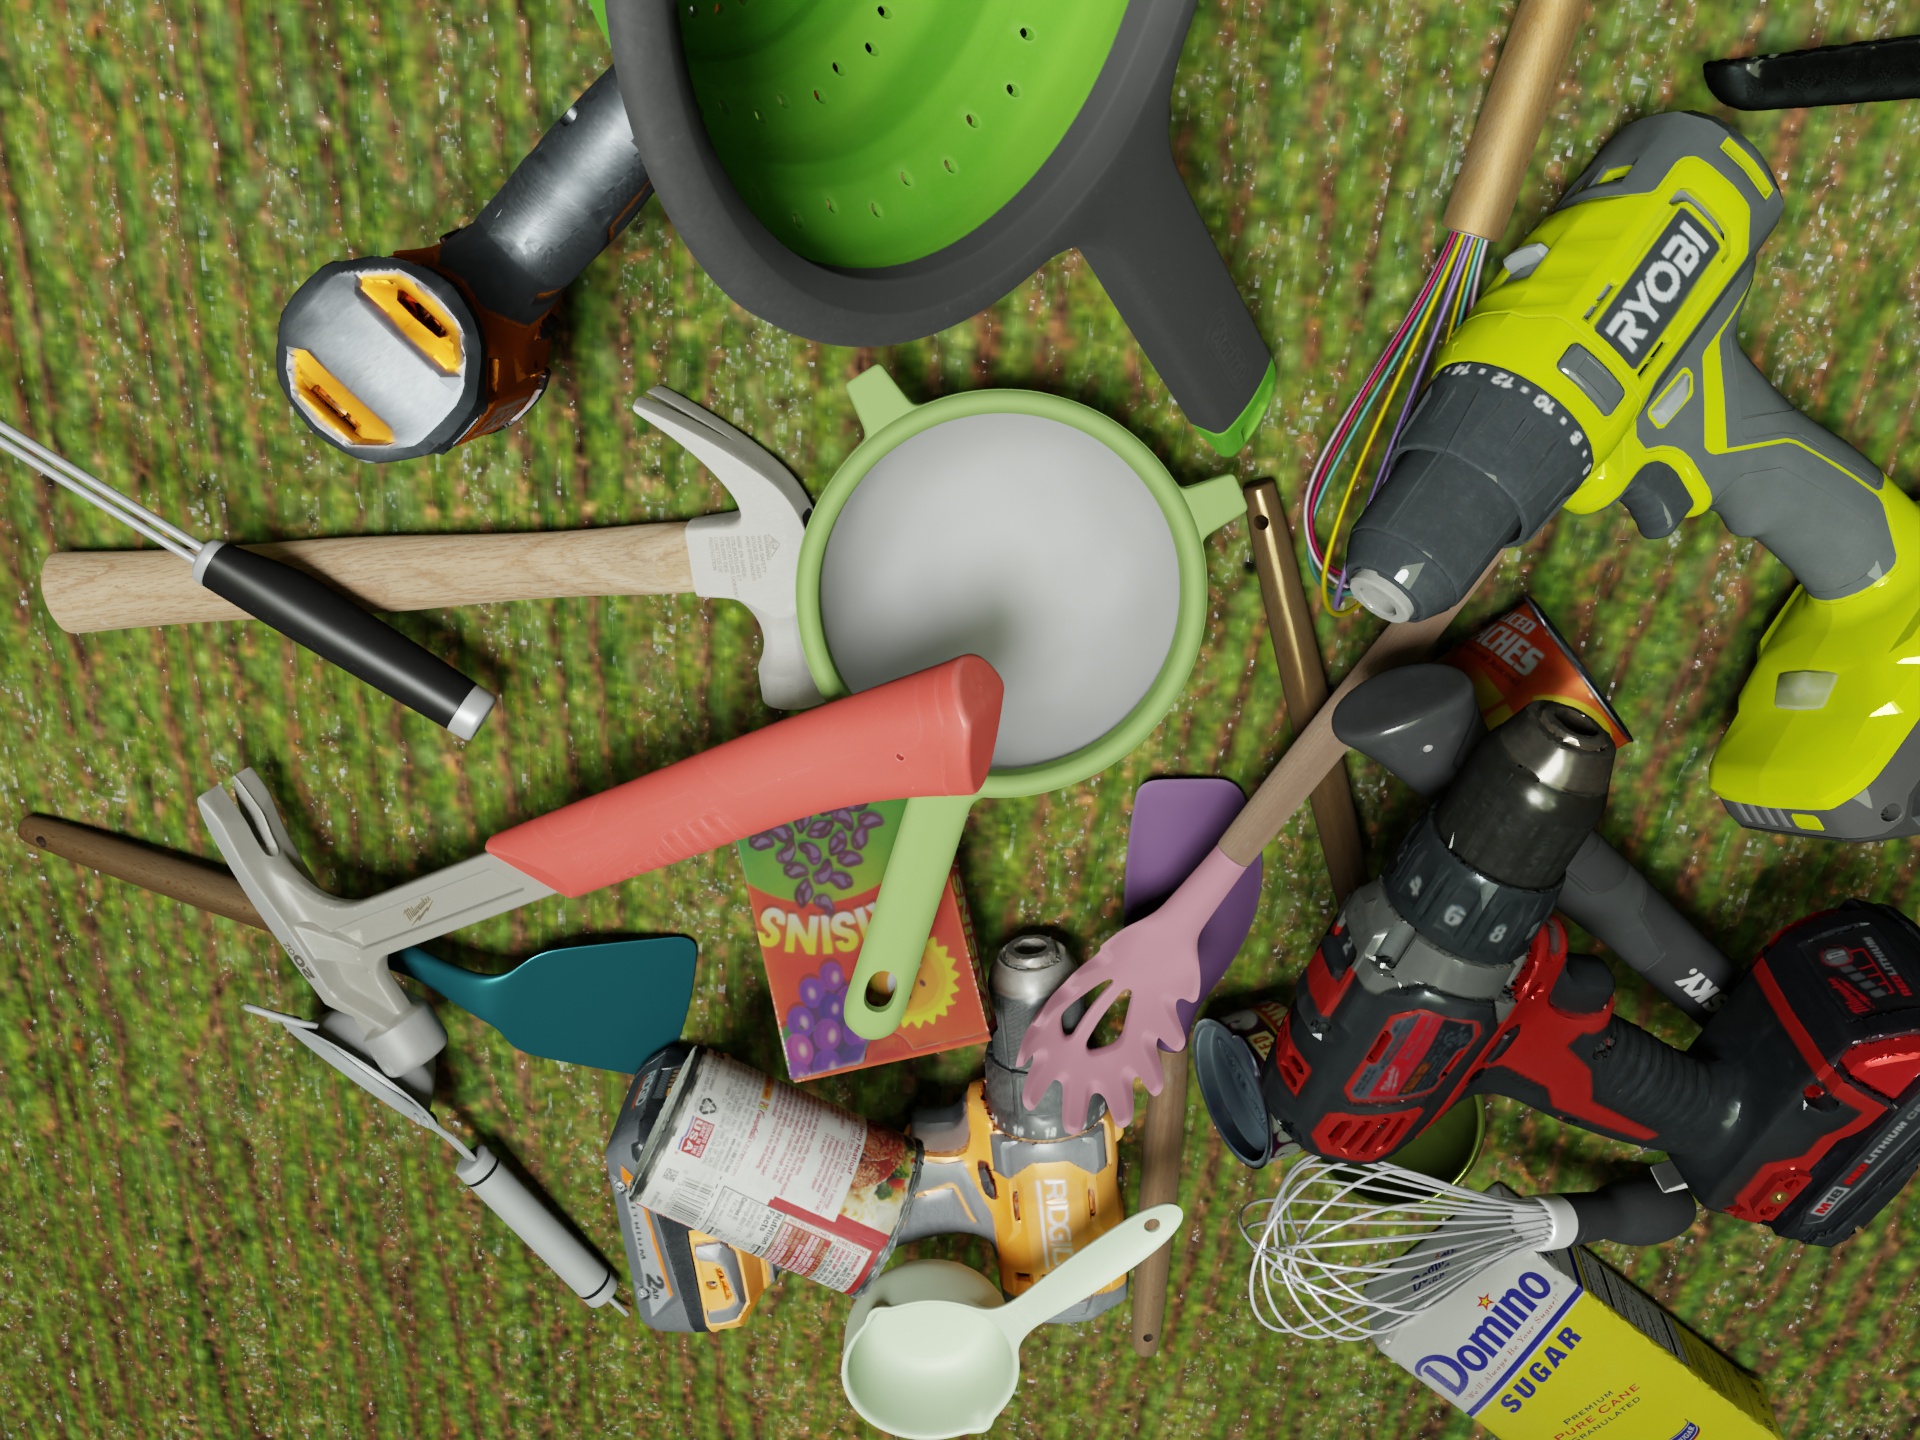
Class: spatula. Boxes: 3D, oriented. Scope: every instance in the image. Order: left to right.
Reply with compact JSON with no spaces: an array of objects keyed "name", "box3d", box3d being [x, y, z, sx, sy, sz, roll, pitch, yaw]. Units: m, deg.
[{"name":"spatula","box3d":[-0.282,0.095,0.737,0.317,0.044,0.082,18,116,3]},{"name":"spatula","box3d":[0.097,0.169,0.728,0.060,0.018,0.315,1,114,-3]}]

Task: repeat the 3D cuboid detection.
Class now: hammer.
[{"name":"hammer","box3d":[-0.219,-0.063,0.652,0.331,0.031,0.130,-2,114,8]},{"name":"hammer","box3d":[-0.143,0.038,0.612,0.359,0.037,0.149,-21,105,29]},{"name":"hammer","box3d":[0.256,0.081,0.614,0.334,0.035,0.146,35,117,-27]}]

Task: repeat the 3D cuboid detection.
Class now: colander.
[{"name":"colander","box3d":[0.004,-0.179,0.445,0.095,0.396,0.204,31,89,29]}]

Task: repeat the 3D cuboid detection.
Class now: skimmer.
[{"name":"skimmer","box3d":[-0.356,-0.072,0.599,0.363,0.090,0.127,32,147,-11]}]

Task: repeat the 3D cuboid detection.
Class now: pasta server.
[{"name":"pasta server","box3d":[0.123,0.035,0.616,0.060,0.040,0.316,32,109,-9]}]

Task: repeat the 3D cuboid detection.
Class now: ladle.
[{"name":"ladle","box3d":[0.154,0.058,0.652,0.078,0.062,0.320,-7,111,28]}]

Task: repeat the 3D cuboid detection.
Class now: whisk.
[{"name":"whisk","box3d":[0.174,-0.151,0.567,0.047,0.051,0.245,7,112,-20]},{"name":"whisk","box3d":[0.218,0.207,0.646,0.284,0.070,0.070,9,121,-36]}]

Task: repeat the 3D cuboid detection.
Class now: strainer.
[{"name":"strainer","box3d":[-0.239,0.209,0.773,0.087,0.050,0.258,-3,129,50]},{"name":"strainer","box3d":[-0.001,-0.002,0.618,0.151,0.069,0.256,16,104,-6]}]

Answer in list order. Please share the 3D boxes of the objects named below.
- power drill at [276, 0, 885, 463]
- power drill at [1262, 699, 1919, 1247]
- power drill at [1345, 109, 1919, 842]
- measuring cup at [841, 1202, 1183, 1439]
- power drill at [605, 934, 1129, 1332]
[{"name":"power drill","box3d":[-0.117,-0.183,0.532,0.226,0.164,0.084,-43,103,9]},{"name":"power drill","box3d":[0.238,0.091,0.554,0.226,0.080,0.187,13,124,-11]},{"name":"power drill","box3d":[0.251,-0.062,0.540,0.228,0.080,0.190,40,81,-14]},{"name":"measuring cup","box3d":[0.023,0.245,0.687,0.167,0.038,0.083,-35,109,8]},{"name":"power drill","box3d":[-0.039,0.189,0.722,0.226,0.084,0.185,-4,111,4]}]
